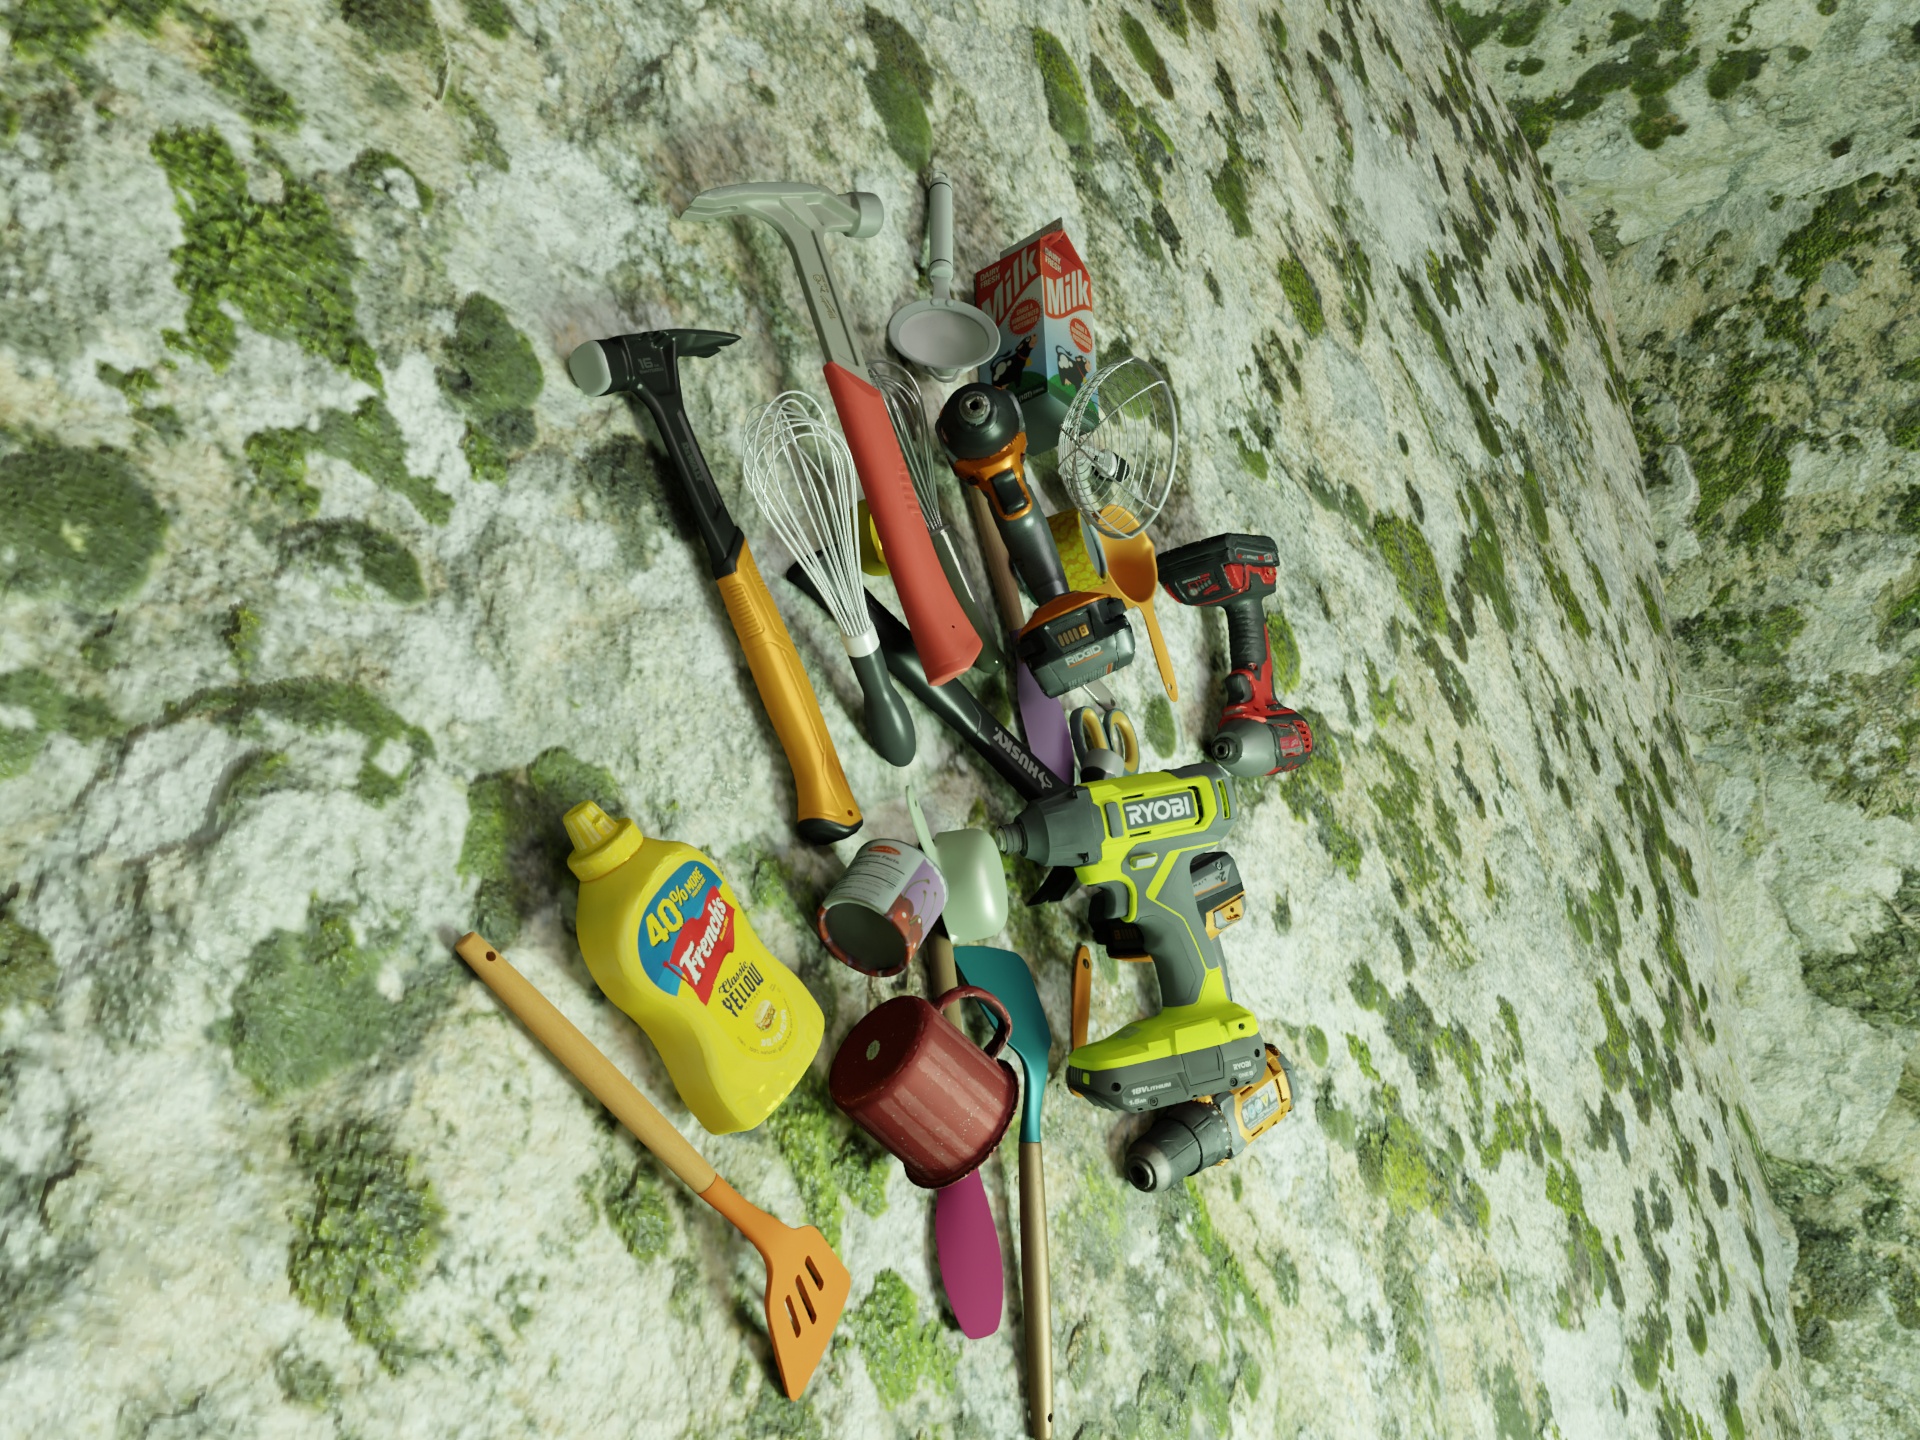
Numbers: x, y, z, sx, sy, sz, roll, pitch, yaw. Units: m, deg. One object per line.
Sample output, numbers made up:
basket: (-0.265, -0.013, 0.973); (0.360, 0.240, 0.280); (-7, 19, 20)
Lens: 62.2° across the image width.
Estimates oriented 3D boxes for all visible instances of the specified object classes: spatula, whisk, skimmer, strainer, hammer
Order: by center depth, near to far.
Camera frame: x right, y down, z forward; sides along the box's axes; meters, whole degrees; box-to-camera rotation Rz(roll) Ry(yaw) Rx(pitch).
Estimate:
spatula: (-0.156, 0.230, 0.840); (0.322, 0.041, 0.081); (52, 40, -19)
hammer: (-0.132, -0.084, 0.998); (0.127, 0.034, 0.337); (-26, 96, -53)
whisk: (-0.072, -0.078, 1.000); (0.070, 0.070, 0.284); (-66, 148, -43)
spatula: (0.040, 0.308, 1.061); (0.082, 0.044, 0.318); (16, 68, -50)
hammer: (-0.070, -0.195, 1.073); (0.149, 0.036, 0.359); (-13, 82, -35)
hammer: (-0.002, -0.004, 1.126); (0.334, 0.035, 0.146); (44, 50, -30)
whisk: (-0.021, -0.146, 1.163); (0.058, 0.059, 0.246); (-83, 150, -73)
spatula: (0.039, -0.095, 1.240); (0.059, 0.018, 0.316); (-12, 86, -53)
skimmer: (0.136, -0.204, 1.247); (0.363, 0.090, 0.127); (-27, 118, -77)
strainer: (-0.014, -0.349, 1.264); (0.087, 0.050, 0.259); (3, 59, -6)

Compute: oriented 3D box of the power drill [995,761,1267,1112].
power drill: (0.122, 0.151, 1.112); (0.171, 0.080, 0.223); (-9, 85, -17)

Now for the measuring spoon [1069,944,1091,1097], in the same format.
measuring spoon: (0.092, 0.220, 1.174); (0.021, 0.011, 0.117); (34, 50, -40)

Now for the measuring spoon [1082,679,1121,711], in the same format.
measuring spoon: (0.101, -0.043, 1.297); (0.124, 0.018, 0.034); (43, 44, -34)

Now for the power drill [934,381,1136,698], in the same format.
power drill: (0.048, -0.135, 1.144); (0.164, 0.084, 0.226); (29, 37, -84)

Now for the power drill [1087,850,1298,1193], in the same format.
power drill: (0.168, 0.232, 1.213); (0.185, 0.084, 0.226); (-20, 96, -45)

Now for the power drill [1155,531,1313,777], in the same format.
power drill: (0.254, -0.056, 1.458); (0.143, 0.078, 0.220); (-5, 82, -53)

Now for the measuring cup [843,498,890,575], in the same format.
measuring cup: (-0.038, -0.094, 1.141); (0.156, 0.029, 0.062); (59, 36, -36)

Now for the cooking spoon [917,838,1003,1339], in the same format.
cooking spoon: (-0.004, 0.234, 1.038); (0.068, 0.017, 0.319); (16, 62, -54)

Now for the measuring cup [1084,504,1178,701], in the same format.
measuring cup: (0.134, -0.092, 1.336); (0.095, 0.052, 0.173); (-25, 97, -54)

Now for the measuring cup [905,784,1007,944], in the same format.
measuring cup: (-0.001, 0.085, 1.031); (0.167, 0.038, 0.083); (69, 14, -54)
